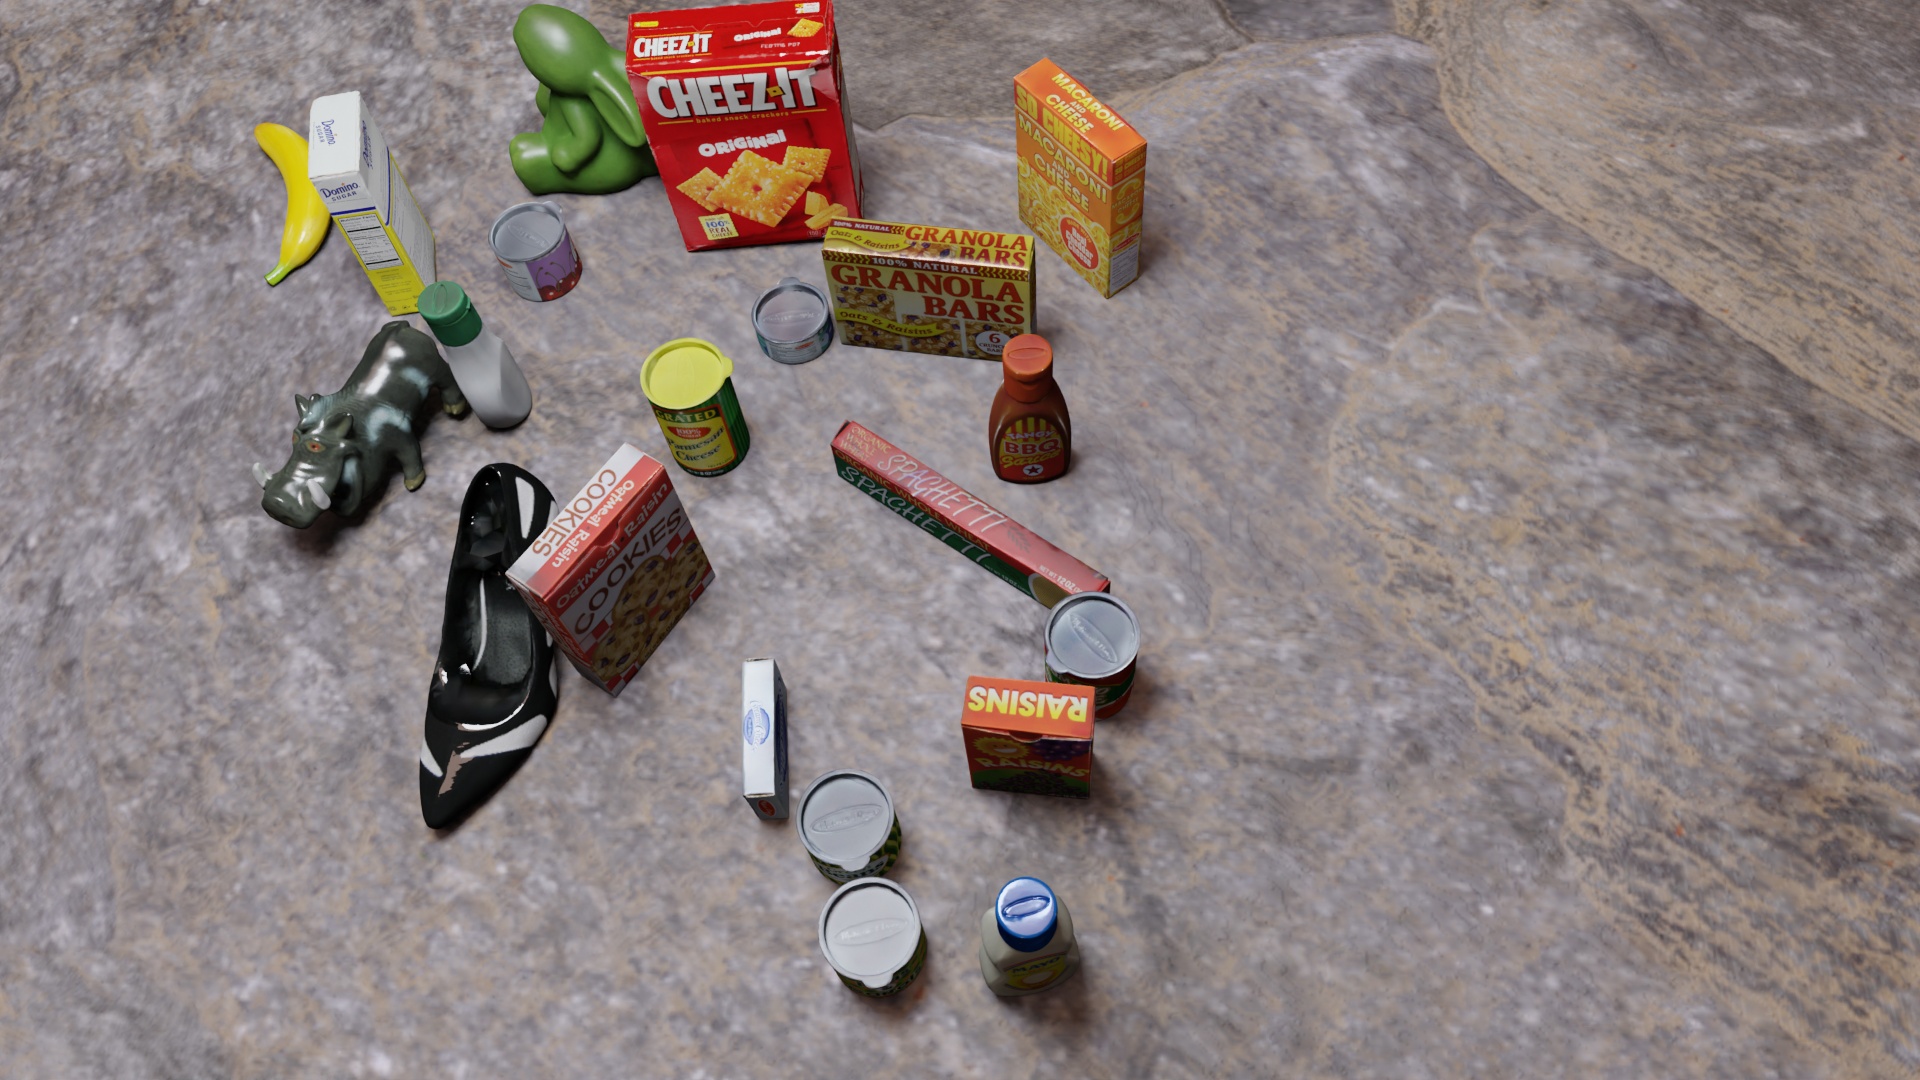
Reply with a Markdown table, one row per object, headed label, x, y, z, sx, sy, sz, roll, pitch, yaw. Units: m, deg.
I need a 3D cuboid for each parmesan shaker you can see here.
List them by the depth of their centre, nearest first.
| label | x | y | z | sx | sy | sz | roll | pitch | yaw |
| --- | --- | --- | --- | --- | --- | --- | --- | --- | --- |
| parmesan shaker | -0.205 | -0.103 | 1.099 | 0.071 | 0.102 | 0.071 | -2 | 61 | 3 |

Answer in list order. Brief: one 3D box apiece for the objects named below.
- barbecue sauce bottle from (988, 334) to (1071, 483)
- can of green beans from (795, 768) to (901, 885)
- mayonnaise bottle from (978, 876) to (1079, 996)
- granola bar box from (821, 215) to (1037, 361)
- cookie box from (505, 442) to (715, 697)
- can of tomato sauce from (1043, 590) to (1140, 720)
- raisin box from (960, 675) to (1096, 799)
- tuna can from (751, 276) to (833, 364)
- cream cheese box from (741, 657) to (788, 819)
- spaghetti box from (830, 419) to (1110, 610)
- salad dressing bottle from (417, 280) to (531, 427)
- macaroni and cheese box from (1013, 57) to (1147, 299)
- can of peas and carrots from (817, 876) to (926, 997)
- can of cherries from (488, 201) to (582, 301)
| label | x | y | z | sx | sy | sz | roll | pitch | yaw |
| --- | --- | --- | --- | --- | --- | --- | --- | --- | --- |
| barbecue sauce bottle | 0.052 | -0.099 | 1.054 | 0.065 | 0.148 | 0.044 | -4 | 61 | 1 |
| can of green beans | -0.075 | 0.196 | 0.948 | 0.071 | 0.057 | 0.071 | -2 | 61 | 3 |
| mayonnaise bottle | 0.042 | 0.246 | 0.861 | 0.065 | 0.147 | 0.041 | -14 | 61 | -4 |
| granola bar box | -0.021 | -0.203 | 1.132 | 0.165 | 0.123 | 0.039 | 7 | 62 | 8 |
| cookie box | -0.243 | 0.025 | 0.993 | 0.040 | 0.166 | 0.123 | 29 | 67 | 18 |
| can of tomato sauce | 0.091 | 0.085 | 0.986 | 0.071 | 0.082 | 0.071 | -2 | 61 | 3 |
| raisin box | 0.047 | 0.135 | 0.937 | 0.086 | 0.123 | 0.040 | 5 | 62 | 7 |
| tuna can | -0.143 | -0.187 | 1.183 | 0.071 | 0.032 | 0.071 | -2 | 61 | 3 |
| cream cheese box | -0.139 | 0.141 | 0.986 | 0.024 | 0.053 | 0.104 | -6 | 61 | 1 |
| spaghetti box | 0.004 | -0.013 | 1.066 | 0.250 | 0.050 | 0.029 | 32 | 68 | 20 |
| salad dressing bottle | -0.388 | -0.148 | 1.111 | 0.044 | 0.147 | 0.064 | -7 | 61 | 0 |
| macaroni and cheese box | 0.098 | -0.298 | 1.154 | 0.040 | 0.165 | 0.124 | -35 | 65 | -15 |
| can of peas and carrots | -0.056 | 0.263 | 0.909 | 0.071 | 0.058 | 0.071 | -2 | 61 | 3 |
| can of cherries | -0.370 | -0.254 | 1.221 | 0.071 | 0.058 | 0.072 | -2 | 61 | 3 |
